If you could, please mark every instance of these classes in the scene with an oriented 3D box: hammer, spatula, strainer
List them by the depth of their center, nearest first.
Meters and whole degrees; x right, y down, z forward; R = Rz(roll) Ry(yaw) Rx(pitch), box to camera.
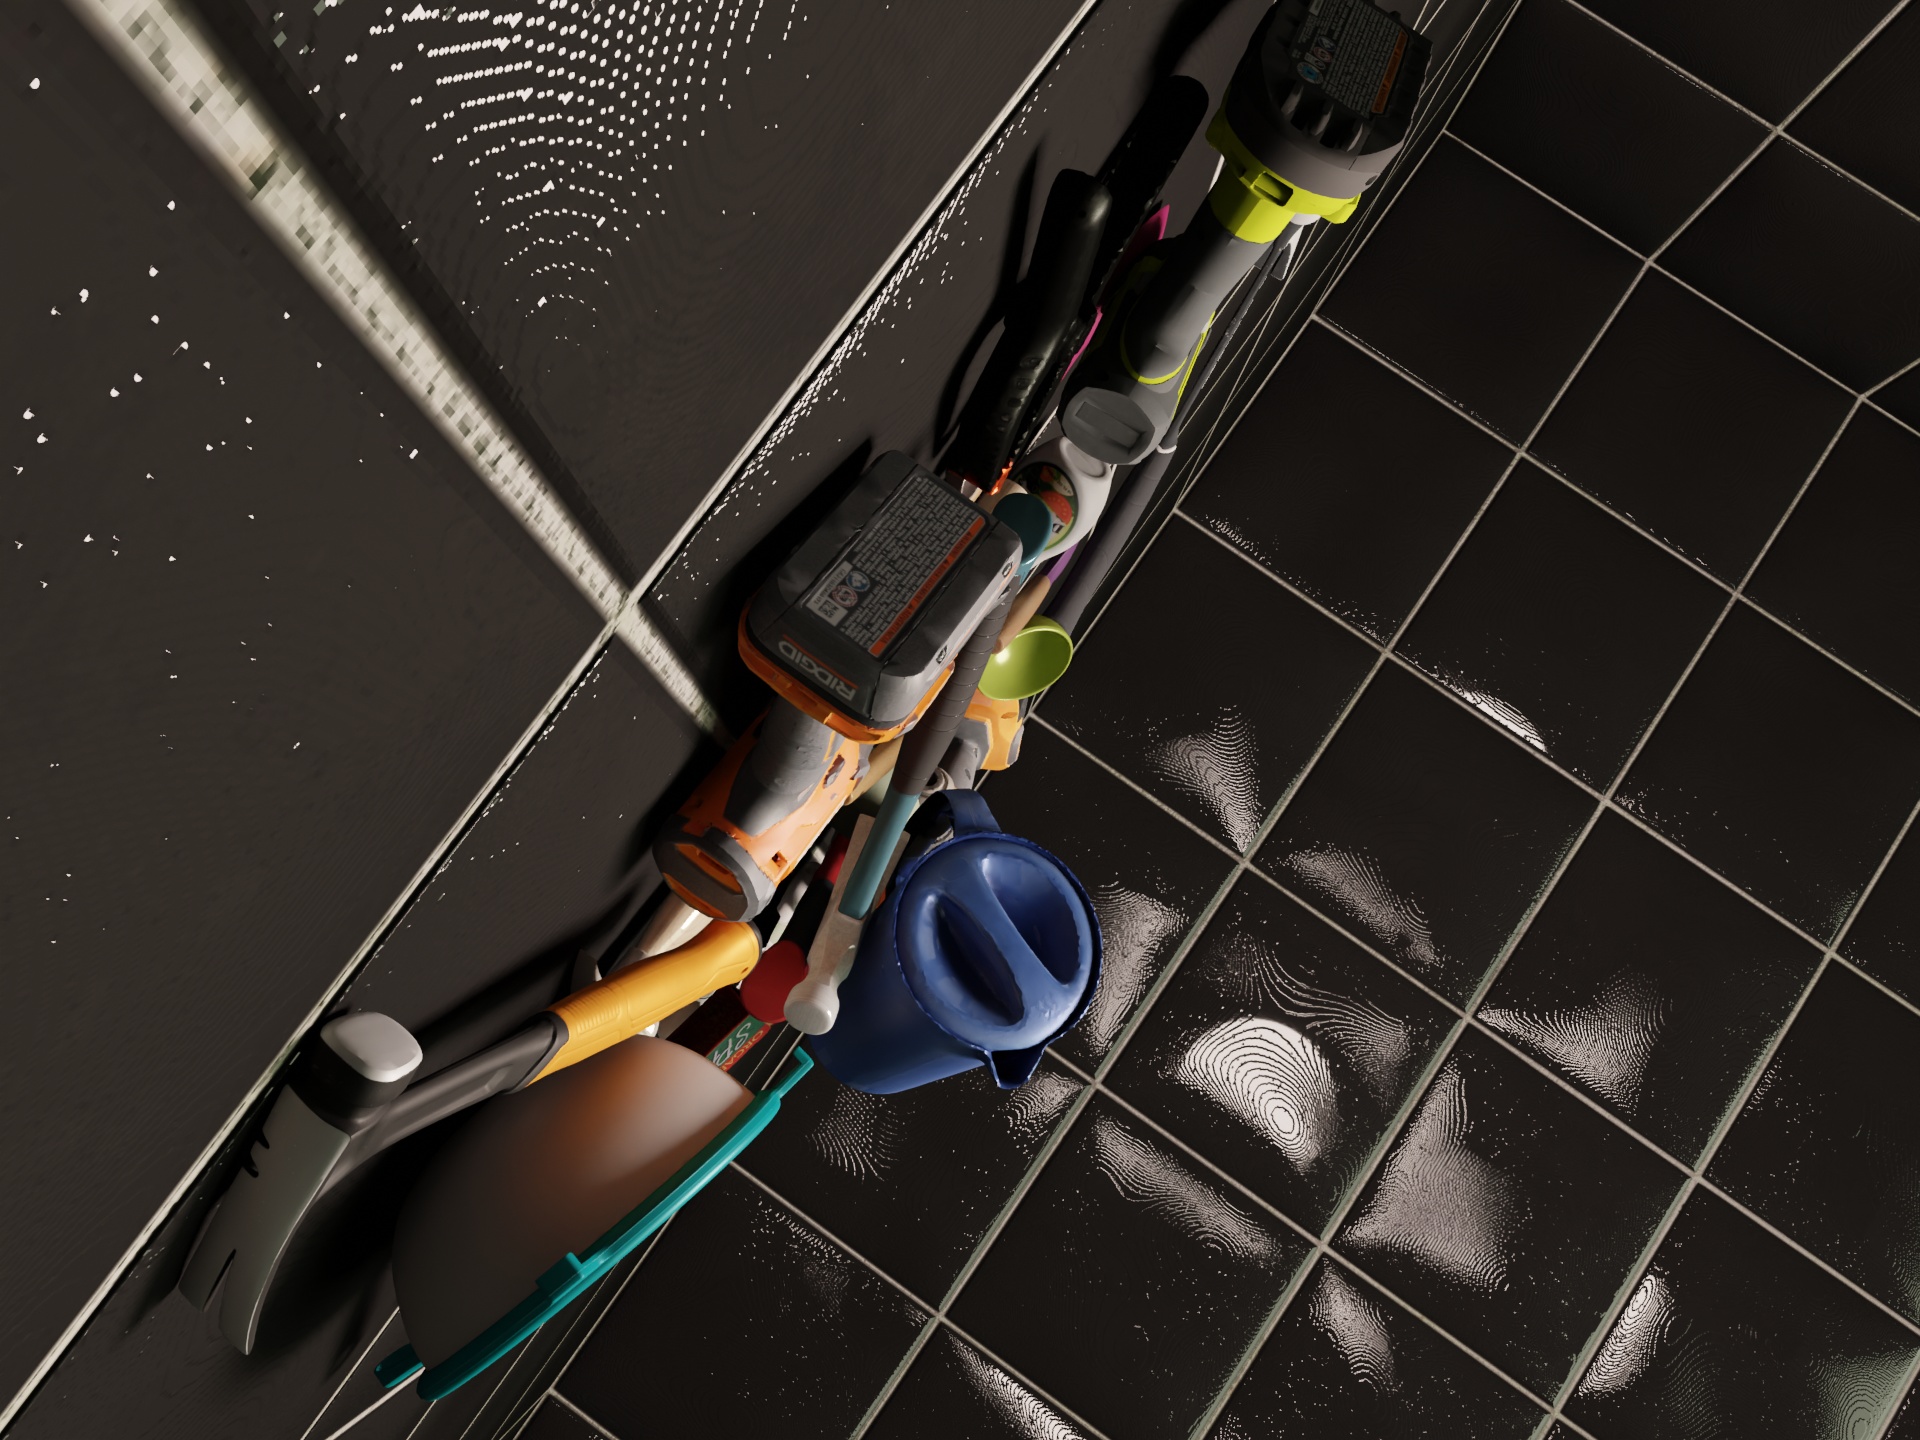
[{"bbox_3d":[-0.173,0.140,0.670,0.127,0.034,0.337,-57,168,15],"label":"hammer"},{"bbox_3d":[-0.238,0.253,0.810,0.340,0.095,0.211,-39,177,35],"label":"strainer"},{"bbox_3d":[-0.023,0.022,0.850,0.128,0.033,0.330,-71,-176,-52],"label":"hammer"},{"bbox_3d":[-0.079,0.007,0.913,0.411,0.038,0.146,-54,174,-22],"label":"hammer"},{"bbox_3d":[-0.173,0.177,1.047,0.050,0.087,0.258,-6,154,-16],"label":"strainer"},{"bbox_3d":[-0.104,0.139,1.121,0.386,0.038,0.143,-69,-177,-77],"label":"hammer"},{"bbox_3d":[0.055,-0.095,1.155,0.059,0.018,0.316,-53,180,22],"label":"spatula"},{"bbox_3d":[0.172,-0.239,1.281,0.409,0.036,0.149,-59,177,-1],"label":"hammer"}]

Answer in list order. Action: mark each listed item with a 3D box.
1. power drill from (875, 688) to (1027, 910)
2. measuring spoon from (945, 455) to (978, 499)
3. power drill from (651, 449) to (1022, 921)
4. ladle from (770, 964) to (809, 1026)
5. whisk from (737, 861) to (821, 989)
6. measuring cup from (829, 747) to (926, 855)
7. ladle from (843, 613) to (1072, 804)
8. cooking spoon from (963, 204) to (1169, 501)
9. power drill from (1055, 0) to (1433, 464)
[{"bbox_3d":[-0.009,0.037,1.227,0.185,0.084,0.226,97,11,-52],"label":"power drill"},{"bbox_3d":[0.023,-0.170,0.853,0.124,0.018,0.034,-61,168,-18],"label":"measuring spoon"},{"bbox_3d":[-0.056,-0.017,0.732,0.164,0.084,0.226,-54,179,-39],"label":"power drill"},{"bbox_3d":[-0.229,0.304,1.300,0.315,0.031,0.069,-45,-165,3],"label":"ladle"},{"bbox_3d":[-0.163,0.187,1.276,0.246,0.058,0.059,-56,169,-54],"label":"whisk"},{"bbox_3d":[-0.050,0.087,1.099,0.083,0.167,0.038,6,-137,46],"label":"measuring cup"},{"bbox_3d":[-0.002,-0.003,1.071,0.078,0.062,0.320,-50,177,30],"label":"ladle"},{"bbox_3d":[0.035,-0.174,0.893,0.319,0.017,0.068,-54,175,-19],"label":"cooking spoon"},{"bbox_3d":[0.135,-0.253,0.803,0.223,0.080,0.171,-51,-169,52],"label":"power drill"}]
